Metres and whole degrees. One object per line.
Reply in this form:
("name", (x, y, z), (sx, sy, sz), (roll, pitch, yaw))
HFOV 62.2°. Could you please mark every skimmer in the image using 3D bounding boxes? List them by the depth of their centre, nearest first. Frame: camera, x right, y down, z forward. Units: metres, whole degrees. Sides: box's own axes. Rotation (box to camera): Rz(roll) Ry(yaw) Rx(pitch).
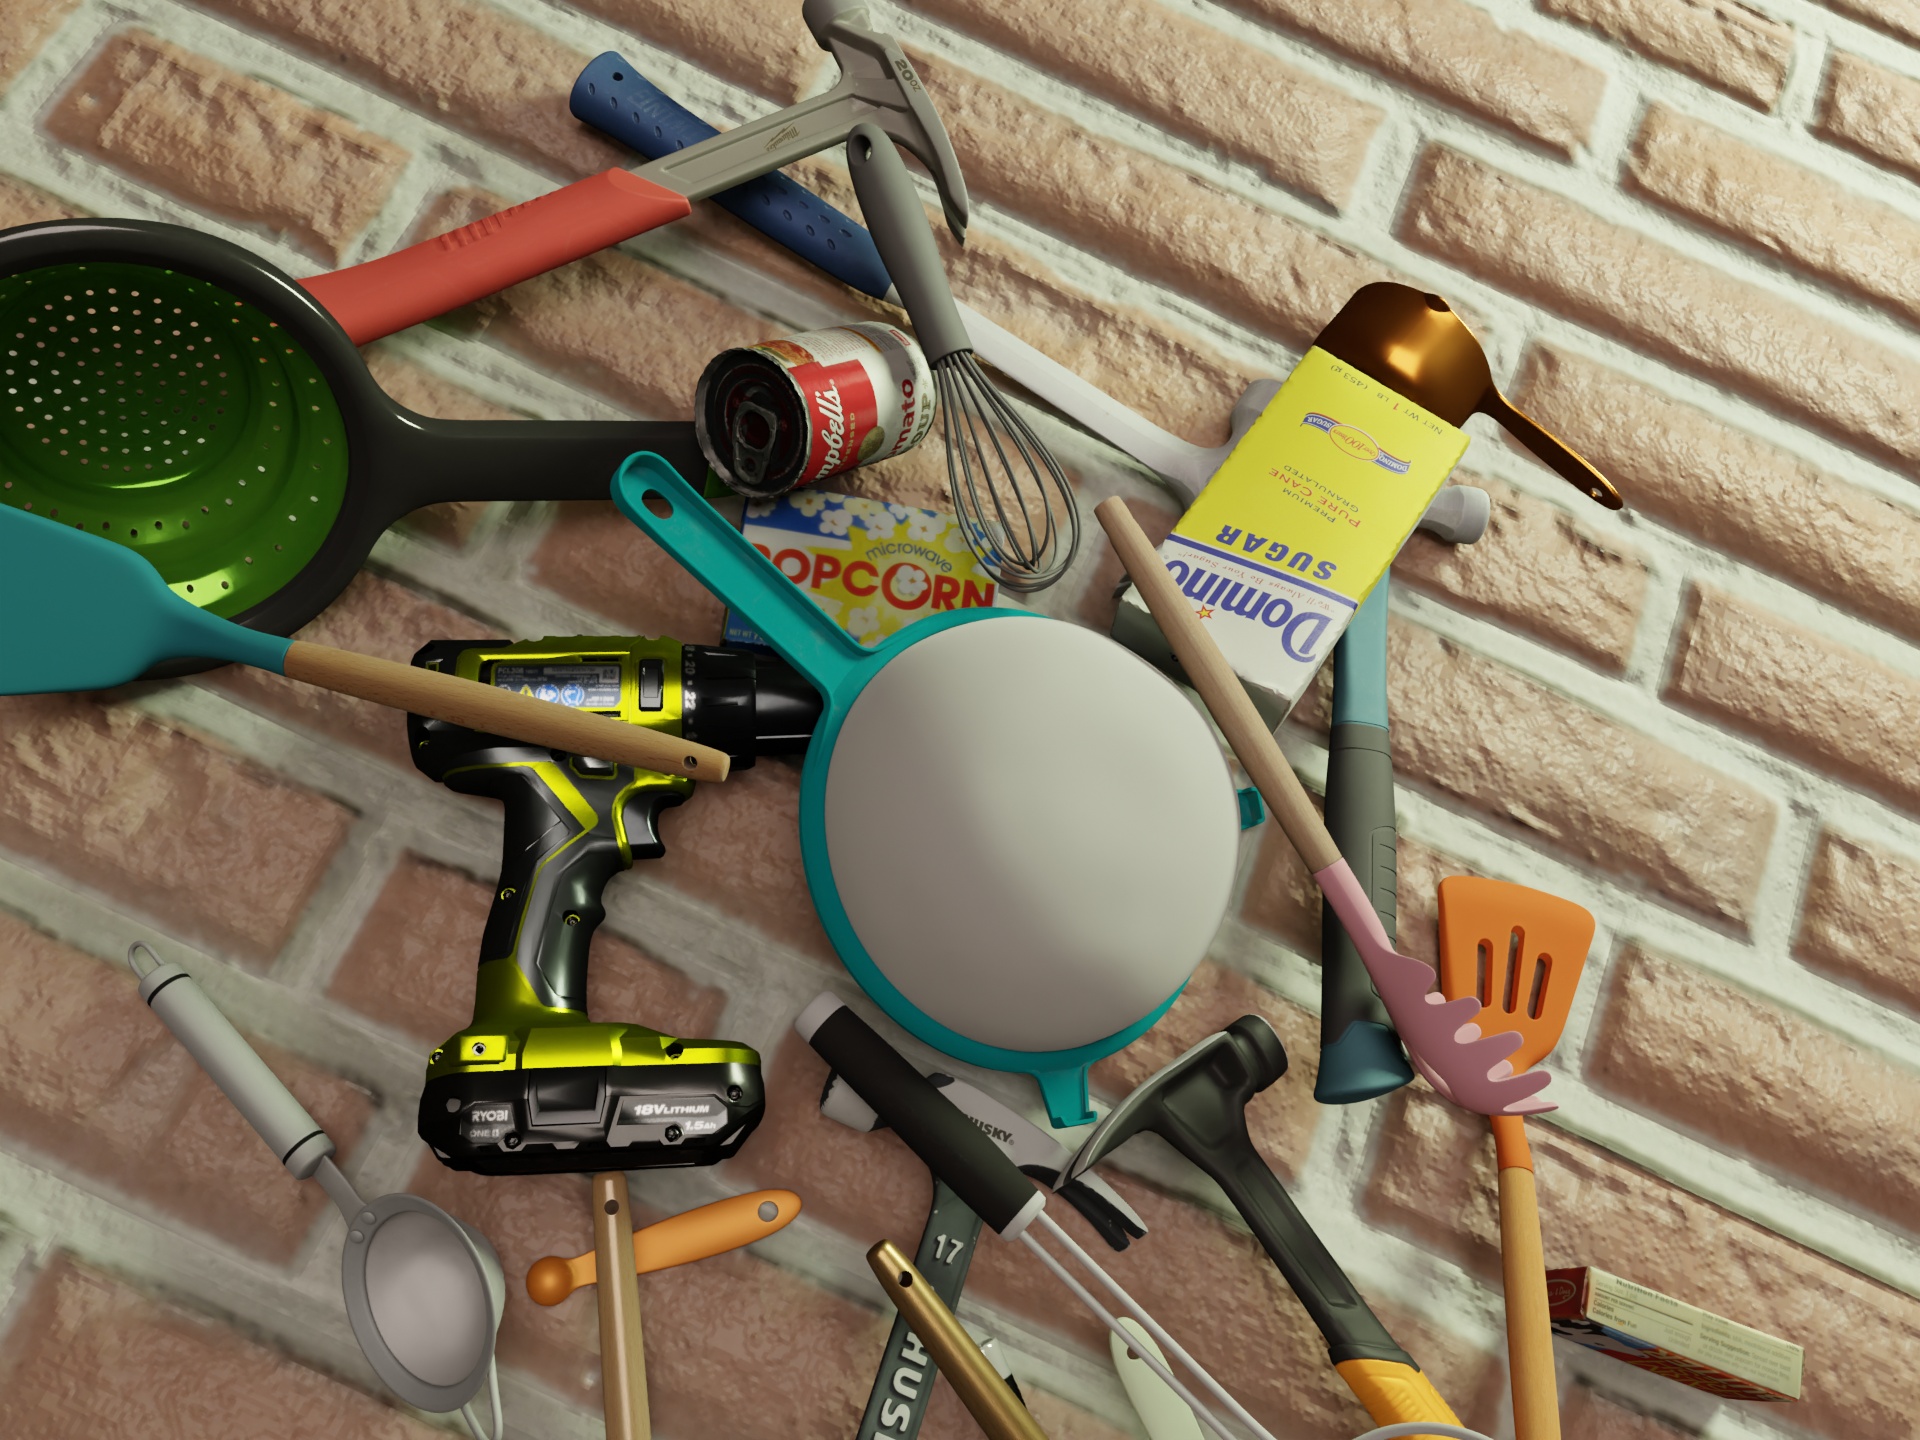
("skimmer", (0.066, 0.228, 0.587), (0.363, 0.090, 0.127), (41, 83, 15))

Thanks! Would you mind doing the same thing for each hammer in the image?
("hammer", (-0.041, 0.319, 0.572), (0.149, 0.036, 0.409), (24, 52, -4))
("hammer", (0.178, 0.285, 0.643), (0.127, 0.034, 0.337), (-25, 71, -36))
("hammer", (0.192, 0.018, 0.758), (0.128, 0.033, 0.331), (9, 64, -5))
("hammer", (-0.180, -0.236, 0.771), (0.359, 0.036, 0.149), (-25, 79, -8))
("hammer", (-0.027, -0.216, 0.816), (0.405, 0.035, 0.144), (33, 69, 3))

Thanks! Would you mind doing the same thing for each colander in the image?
("colander", (-0.283, -0.132, 0.714), (0.397, 0.204, 0.095), (-5, 36, -27))

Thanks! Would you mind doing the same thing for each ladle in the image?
("ladle", (0.063, 0.321, 0.591), (0.069, 0.031, 0.315), (-37, 90, -26))

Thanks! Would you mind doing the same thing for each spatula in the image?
("spatula", (-0.250, -0.016, 0.641), (0.317, 0.044, 0.082), (14, 97, 0))
("spatula", (0.244, 0.214, 0.682), (0.081, 0.041, 0.323), (14, 50, -4))

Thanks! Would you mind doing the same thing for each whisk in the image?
("whisk", (-0.003, -0.171, 0.740), (0.055, 0.055, 0.239), (-20, 85, -15))

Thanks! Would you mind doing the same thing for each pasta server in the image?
("pasta server", (0.149, 0.035, 0.682), (0.040, 0.060, 0.316), (-30, 82, -2))

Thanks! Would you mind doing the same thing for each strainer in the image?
("strainer", (-0.254, 0.179, 0.639), (0.258, 0.050, 0.087), (43, 114, 12))
("strainer", (-0.001, -0.002, 0.663), (0.340, 0.095, 0.211), (43, 61, -12))

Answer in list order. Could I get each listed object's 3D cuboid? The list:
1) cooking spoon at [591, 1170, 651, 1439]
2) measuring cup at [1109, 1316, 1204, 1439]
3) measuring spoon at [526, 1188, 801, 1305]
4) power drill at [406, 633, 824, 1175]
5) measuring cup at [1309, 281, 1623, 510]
("cooking spoon", (-0.122, 0.337, 0.609), (0.068, 0.017, 0.319), (-5, 76, -10))
("measuring cup", (0.106, 0.317, 0.636), (0.083, 0.038, 0.167), (-28, 89, -15))
("measuring spoon", (-0.122, 0.218, 0.662), (0.117, 0.011, 0.021), (-14, 74, -14))
("power drill", (-0.138, 0.070, 0.678), (0.190, 0.080, 0.229), (0, 68, -8))
("measuring cup", (0.250, -0.146, 0.804), (0.174, 0.095, 0.052), (42, 78, 14))
